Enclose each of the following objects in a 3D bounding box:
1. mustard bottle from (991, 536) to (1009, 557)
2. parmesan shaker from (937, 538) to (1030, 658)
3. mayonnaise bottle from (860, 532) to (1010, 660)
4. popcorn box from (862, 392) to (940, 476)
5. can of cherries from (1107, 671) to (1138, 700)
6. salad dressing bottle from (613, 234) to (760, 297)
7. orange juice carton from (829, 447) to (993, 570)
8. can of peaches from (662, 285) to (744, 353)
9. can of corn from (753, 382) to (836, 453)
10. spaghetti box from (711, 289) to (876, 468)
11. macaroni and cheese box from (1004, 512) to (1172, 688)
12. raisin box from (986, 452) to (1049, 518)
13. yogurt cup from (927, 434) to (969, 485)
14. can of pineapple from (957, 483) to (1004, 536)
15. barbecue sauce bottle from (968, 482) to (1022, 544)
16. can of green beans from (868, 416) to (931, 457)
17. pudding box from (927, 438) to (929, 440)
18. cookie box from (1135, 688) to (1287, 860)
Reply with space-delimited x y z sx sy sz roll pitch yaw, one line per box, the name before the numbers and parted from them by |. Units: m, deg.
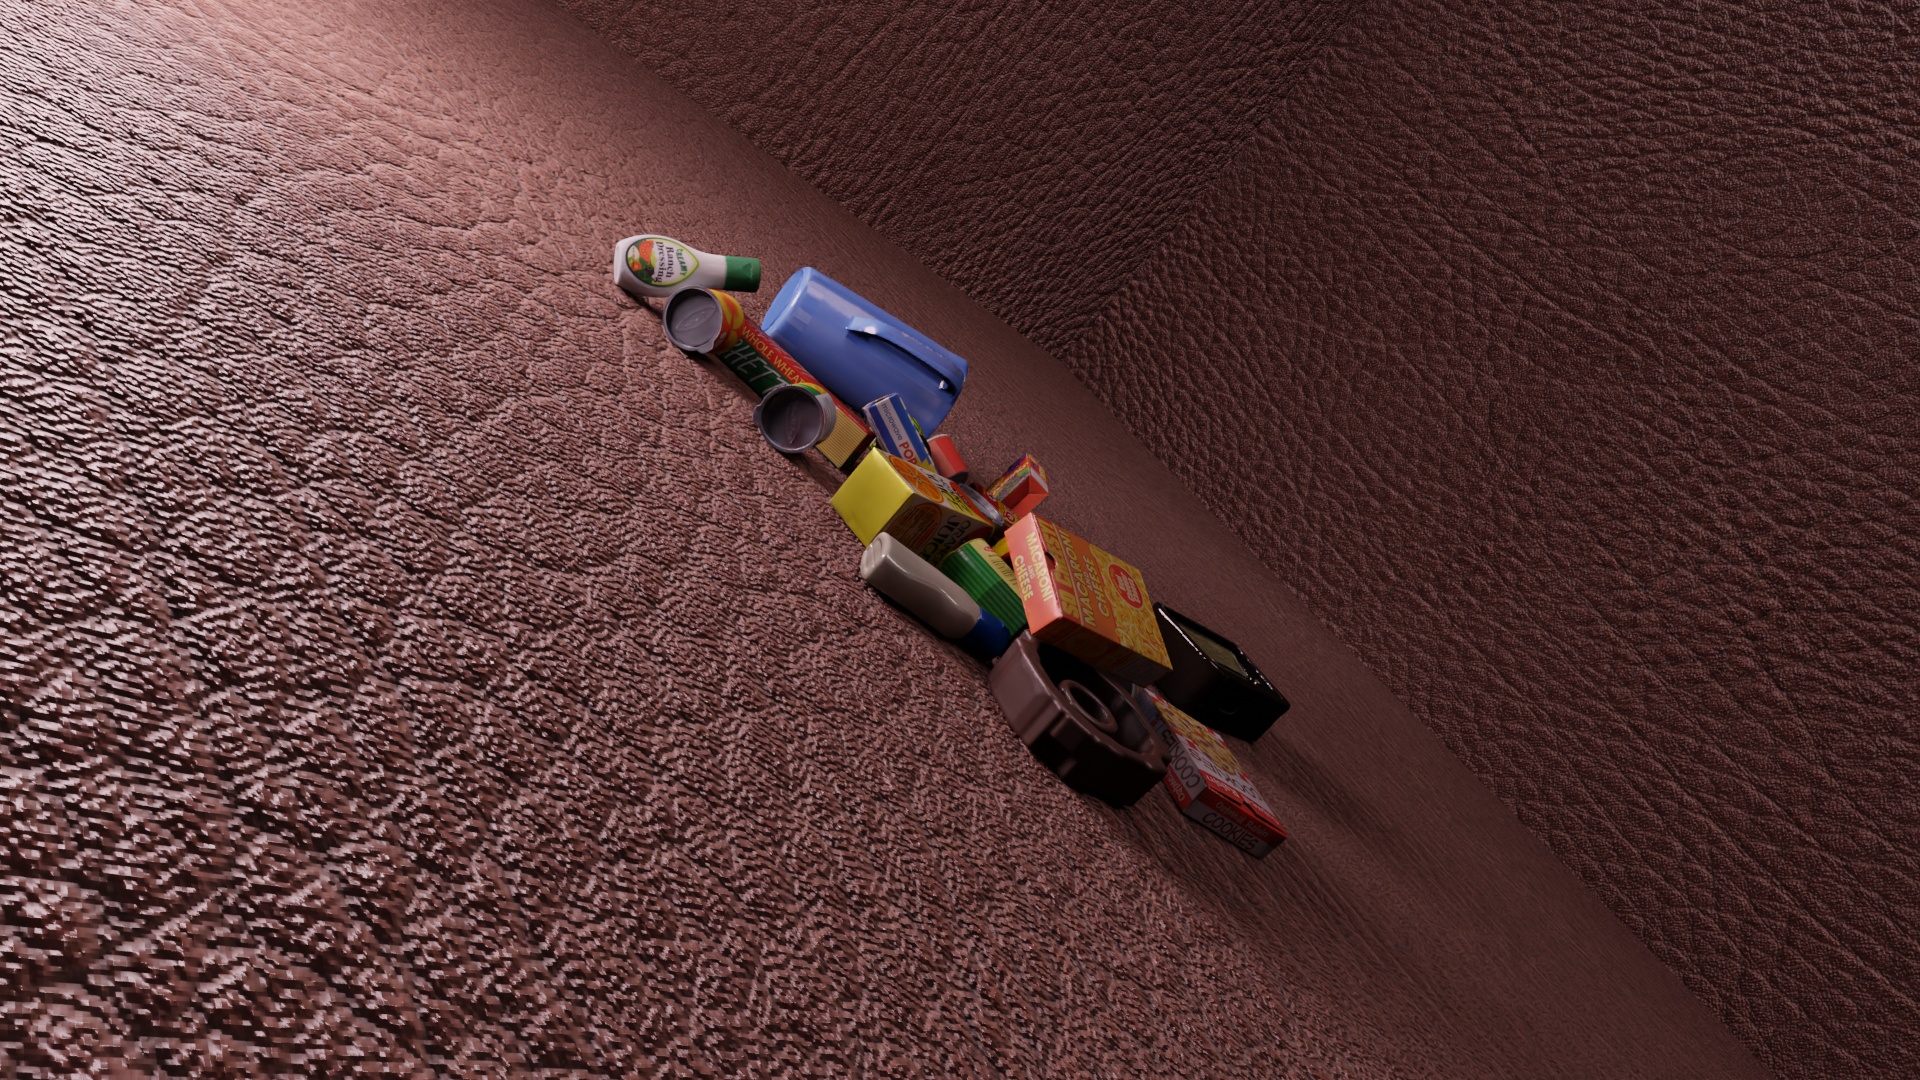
mustard bottle | 0.093 0.051 1.533 0.160 0.065 0.049 38 17 -39
parmesan shaker | 0.030 0.056 1.321 0.103 0.071 0.071 47 14 23
mayonnaise bottle | -0.022 0.054 1.243 0.148 0.041 0.065 37 15 -19
popcorn box | -0.059 -0.095 1.484 0.126 0.038 0.085 63 -6 -7
can of cherries | 0.141 0.137 1.375 0.071 0.071 0.058 40 14 -2
salad dressing bottle | -0.285 -0.284 1.455 0.148 0.064 0.044 1 -9 -22
orange juice carton | -0.035 -0.022 1.377 0.072 0.073 0.192 49 15 30
can of peaches | -0.262 -0.223 1.424 0.071 0.071 0.058 42 12 8
can of corn | -0.163 -0.122 1.373 0.071 0.071 0.058 41 12 0
spaghetti box | -0.197 -0.175 1.479 0.250 0.050 0.029 43 11 10
macaroni and cheese box | 0.121 0.056 1.305 0.166 0.040 0.124 27 36 -40
raisin box | 0.067 -0.058 1.755 0.040 0.086 0.124 45 12 -10
yogurt cup | -0.026 -0.084 1.633 0.054 0.072 0.072 53 16 16
can of pineapple | 0.005 -0.019 1.516 0.071 0.057 0.071 38 13 -10
barbecue sauce bottle | 0.062 -0.008 1.673 0.148 0.043 0.065 37 17 -18
can of green beans | -0.070 -0.105 1.568 0.071 0.071 0.058 35 13 -24
pudding box | -0.033 -0.095 1.719 0.049 0.030 0.084 39 13 -14
cookie box | 0.244 0.233 1.400 0.123 0.040 0.168 33 15 -29
